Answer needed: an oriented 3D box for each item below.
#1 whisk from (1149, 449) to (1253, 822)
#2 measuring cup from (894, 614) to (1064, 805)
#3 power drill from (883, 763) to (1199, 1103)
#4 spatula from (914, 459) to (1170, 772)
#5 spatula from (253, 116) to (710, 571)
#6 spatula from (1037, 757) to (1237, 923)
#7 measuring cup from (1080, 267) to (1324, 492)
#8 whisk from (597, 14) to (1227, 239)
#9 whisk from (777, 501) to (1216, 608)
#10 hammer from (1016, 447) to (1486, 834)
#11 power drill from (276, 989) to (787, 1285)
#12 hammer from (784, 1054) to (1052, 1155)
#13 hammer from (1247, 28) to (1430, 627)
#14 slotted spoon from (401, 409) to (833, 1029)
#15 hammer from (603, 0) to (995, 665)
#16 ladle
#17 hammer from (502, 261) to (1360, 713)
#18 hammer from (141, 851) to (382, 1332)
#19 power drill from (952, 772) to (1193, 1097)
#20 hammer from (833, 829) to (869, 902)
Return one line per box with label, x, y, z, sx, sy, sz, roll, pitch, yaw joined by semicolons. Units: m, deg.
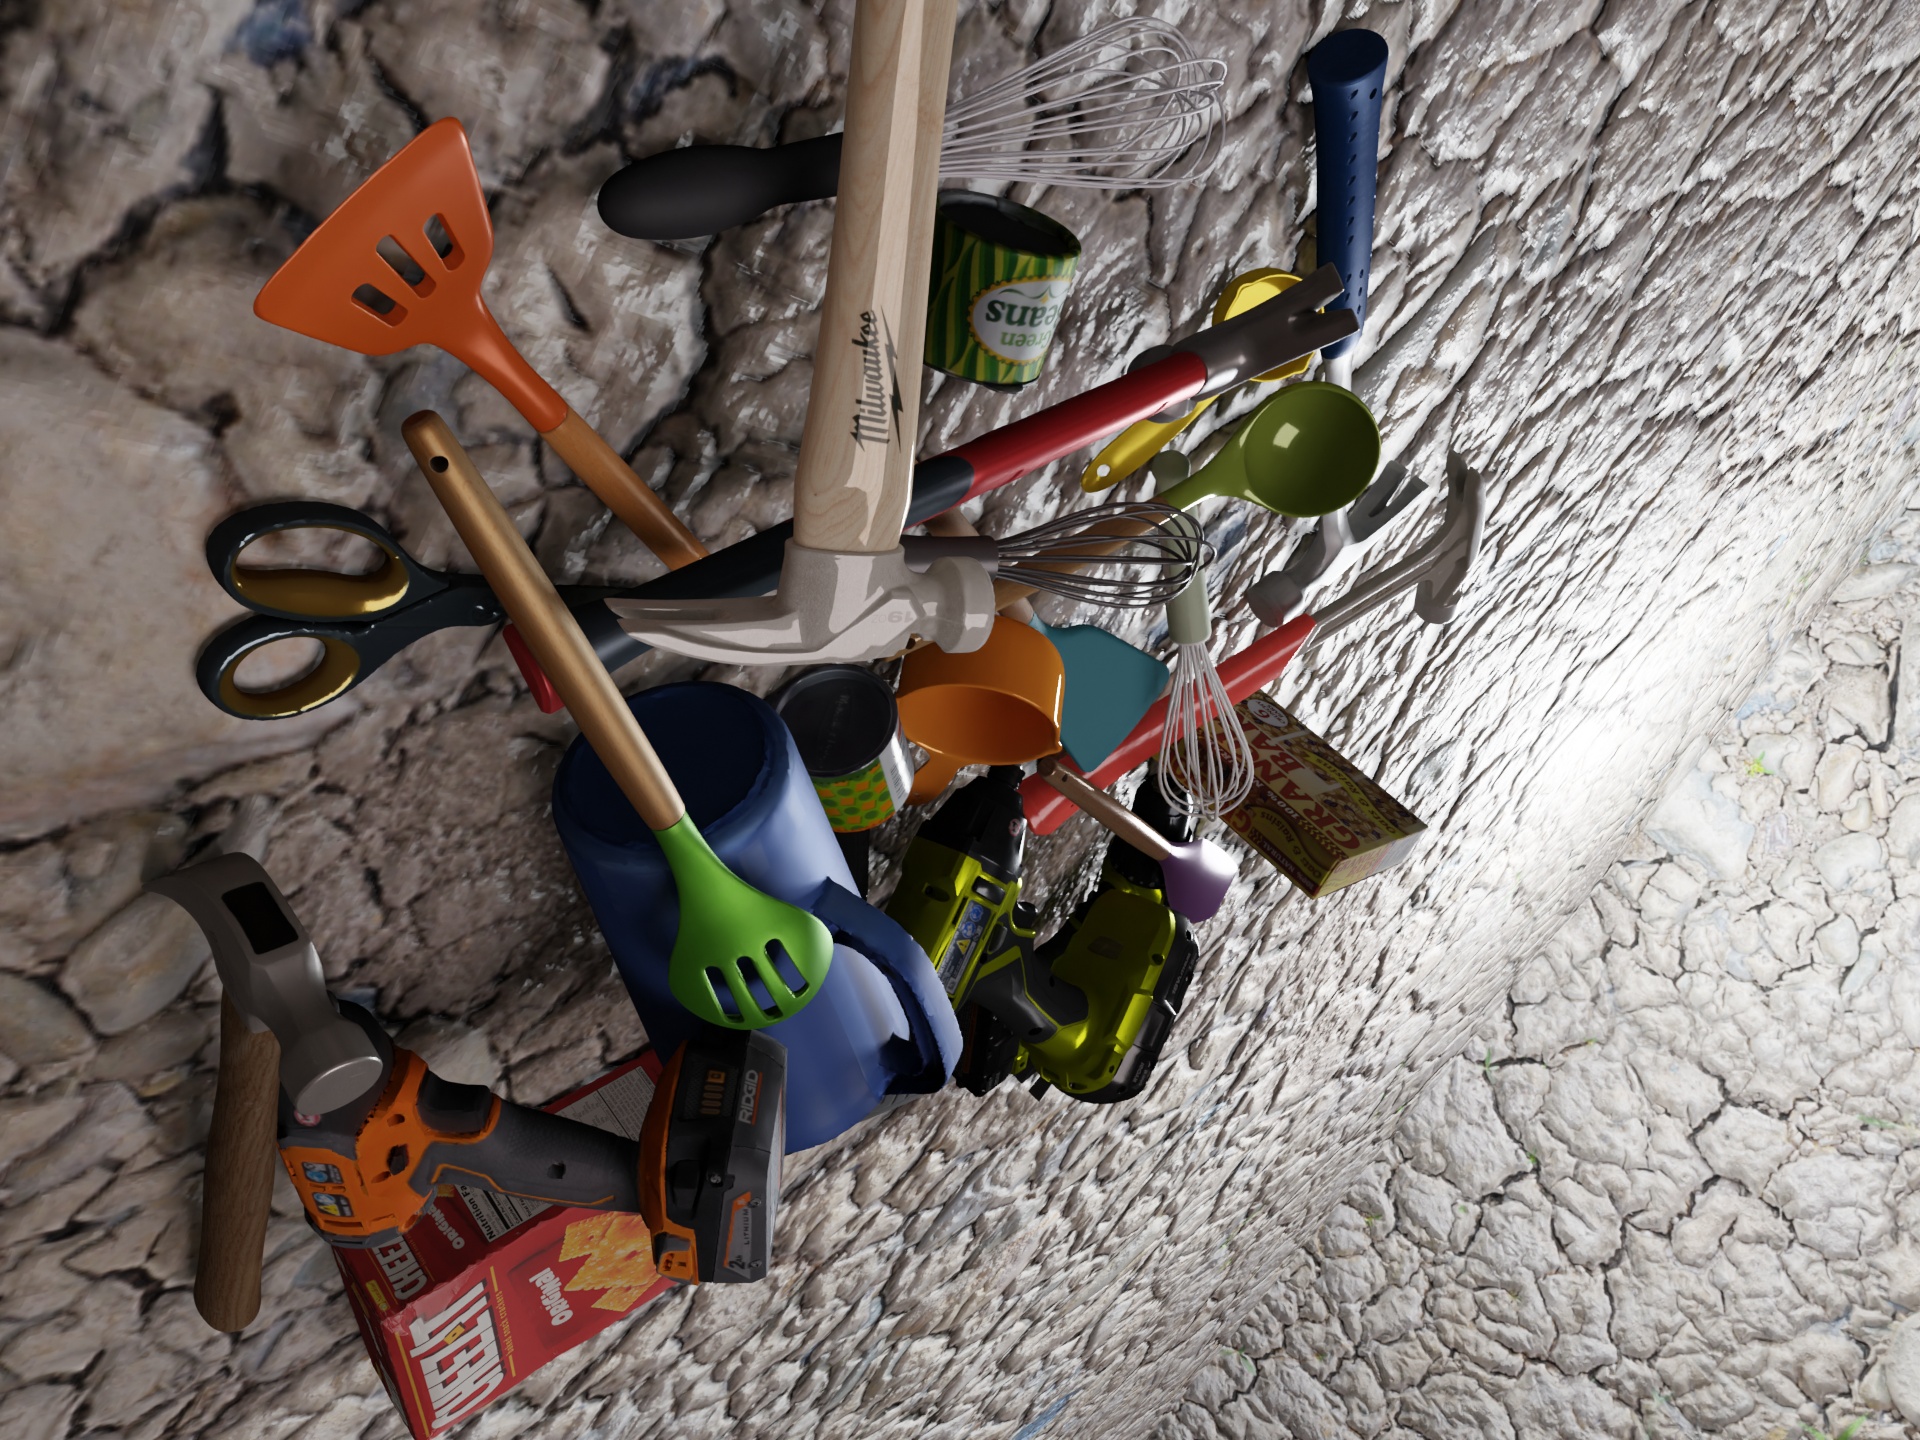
whisk;0.136;-0.044;0.938;0.059;0.058;0.246;-8;119;6
measuring cup;-0.001;-0.003;0.867;0.173;0.095;0.052;129;-26;-61
power drill;0.046;0.135;0.971;0.223;0.080;0.171;34;77;-42
spatula;0.032;-0.063;0.848;0.082;0.044;0.317;-50;149;-2
spatula;-0.136;-0.096;0.594;0.081;0.041;0.322;-46;151;-4
spatula;0.123;0.081;1.056;0.060;0.018;0.315;-61;145;-5
measuring cup;0.122;-0.178;0.845;0.156;0.029;0.062;-39;121;13
whisk;-0.006;-0.218;0.605;0.284;0.070;0.070;-23;142;-29
whisk;0.013;-0.076;0.746;0.239;0.055;0.055;-4;133;-22
hammer;0.187;-0.038;1.026;0.359;0.037;0.149;-31;146;-10
power drill;-0.195;0.181;0.712;0.226;0.084;0.164;6;135;-1
hammer;-0.010;0.261;1.188;0.334;0.035;0.146;-9;133;-47
hammer;0.223;-0.213;0.921;0.144;0.035;0.405;-39;149;-13
slotted spoon;-0.123;0.019;0.597;0.070;0.031;0.313;-24;127;-2
hammer;-0.028;-0.210;0.520;0.146;0.038;0.410;-3;117;-28
ladle;0.094;-0.098;0.824;0.320;0.062;0.078;-28;123;-27
hammer;-0.005;-0.101;0.664;0.386;0.038;0.143;-29;-172;-28
hammer;-0.297;0.171;0.656;0.031;0.130;0.331;-20;151;-39
power drill;0.077;0.147;1.124;0.228;0.080;0.190;-27;140;-35
hammer;-0.072;0.133;0.958;0.128;0.033;0.330;-30;146;-30
